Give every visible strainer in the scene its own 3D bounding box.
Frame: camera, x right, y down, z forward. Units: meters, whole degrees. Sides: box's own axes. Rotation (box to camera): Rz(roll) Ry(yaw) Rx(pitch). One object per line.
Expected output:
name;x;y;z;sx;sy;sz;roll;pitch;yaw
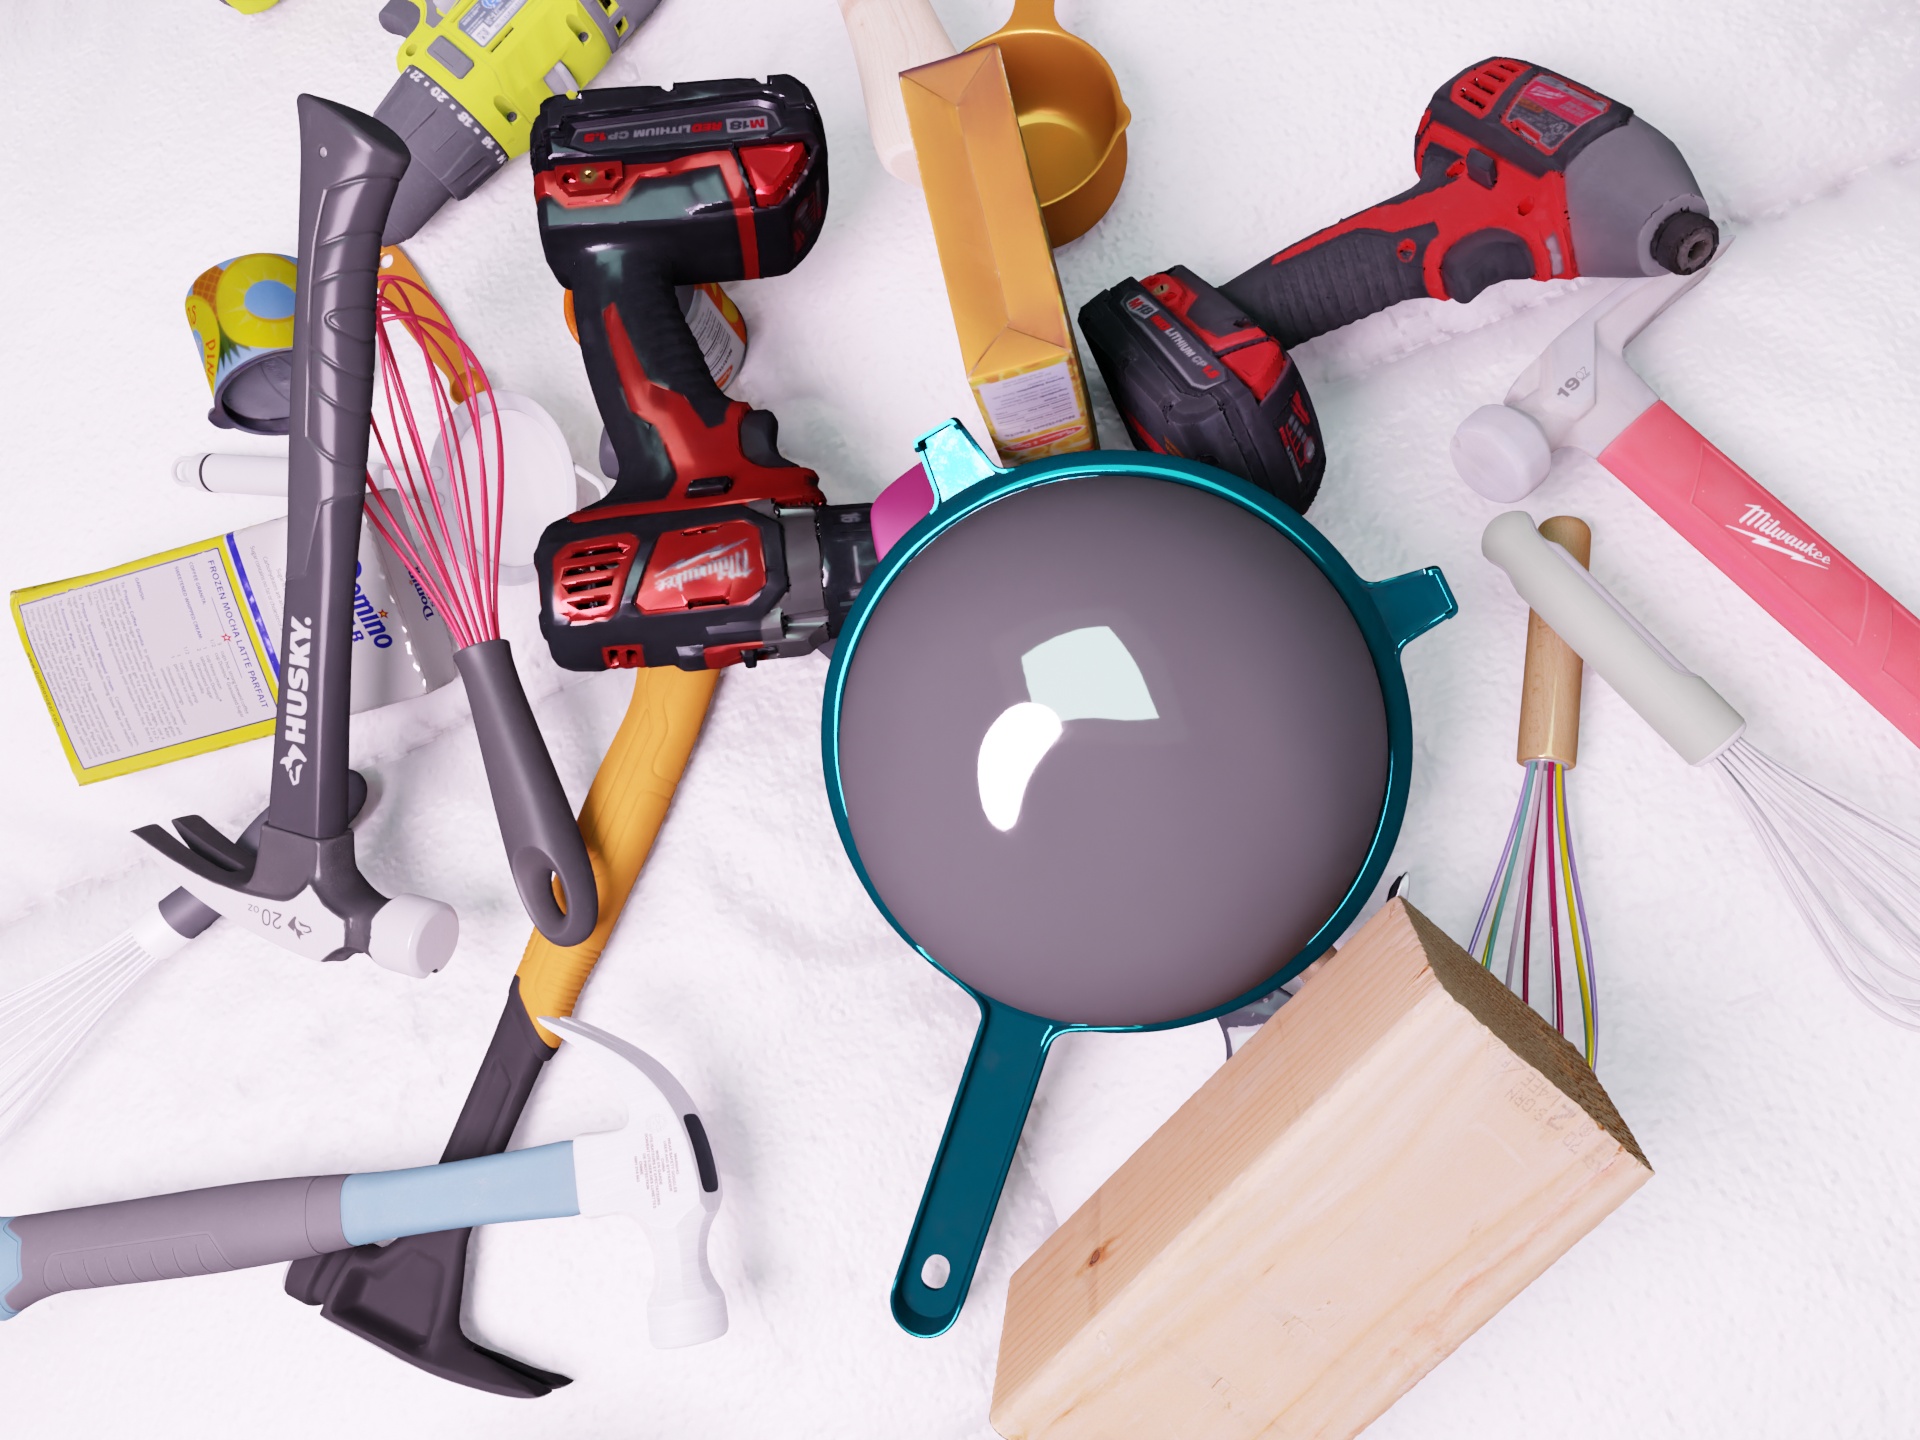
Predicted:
strainer;-0.263;-0.111;0.737;0.258;0.050;0.087;6;101;19
strainer;0.026;0.076;0.541;0.211;0.095;0.340;19;100;7

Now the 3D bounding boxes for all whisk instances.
whisk;-0.204;-0.048;0.659;0.073;0.073;0.296;-20;84;7
whisk;0.224;0.038;0.602;0.051;0.047;0.245;11;76;-4
whisk;0.282;0.014;0.577;0.246;0.058;0.059;48;112;11
whisk;-0.381;0.113;0.707;0.284;0.070;0.070;-39;73;-4

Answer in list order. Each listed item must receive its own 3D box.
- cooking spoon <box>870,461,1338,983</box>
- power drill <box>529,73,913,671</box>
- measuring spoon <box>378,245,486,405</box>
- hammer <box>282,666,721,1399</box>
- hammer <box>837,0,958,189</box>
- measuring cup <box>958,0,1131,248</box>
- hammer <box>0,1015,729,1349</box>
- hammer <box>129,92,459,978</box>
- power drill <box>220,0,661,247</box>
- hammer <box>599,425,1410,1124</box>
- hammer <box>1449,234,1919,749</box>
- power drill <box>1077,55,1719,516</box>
cooking spoon;0.081;0.030;0.586;0.069;0.017;0.319;-40;88;-13
power drill;-0.077;-0.133;0.630;0.188;0.080;0.227;-7;78;-5
measuring spoon;-0.258;-0.193;0.771;0.021;0.011;0.117;-37;70;1
hammer;-0.164;0.105;0.671;0.127;0.034;0.337;19;82;16
hammer;-0.065;-0.400;0.730;0.146;0.038;0.411;-27;65;4
measuring cup;0.035;-0.292;0.709;0.095;0.052;0.174;4;77;13
hammer;-0.254;0.199;0.636;0.331;0.033;0.128;-11;76;11
hammer;-0.257;-0.071;0.630;0.146;0.035;0.334;12;103;19
power drill;-0.283;-0.355;0.776;0.228;0.080;0.190;41;88;14
hammer;-0.001;-0.002;0.646;0.409;0.036;0.149;44;88;13
hammer;0.368;-0.015;0.580;0.143;0.038;0.386;-39;76;-13
power drill;0.170;-0.166;0.618;0.219;0.078;0.143;-32;44;2
